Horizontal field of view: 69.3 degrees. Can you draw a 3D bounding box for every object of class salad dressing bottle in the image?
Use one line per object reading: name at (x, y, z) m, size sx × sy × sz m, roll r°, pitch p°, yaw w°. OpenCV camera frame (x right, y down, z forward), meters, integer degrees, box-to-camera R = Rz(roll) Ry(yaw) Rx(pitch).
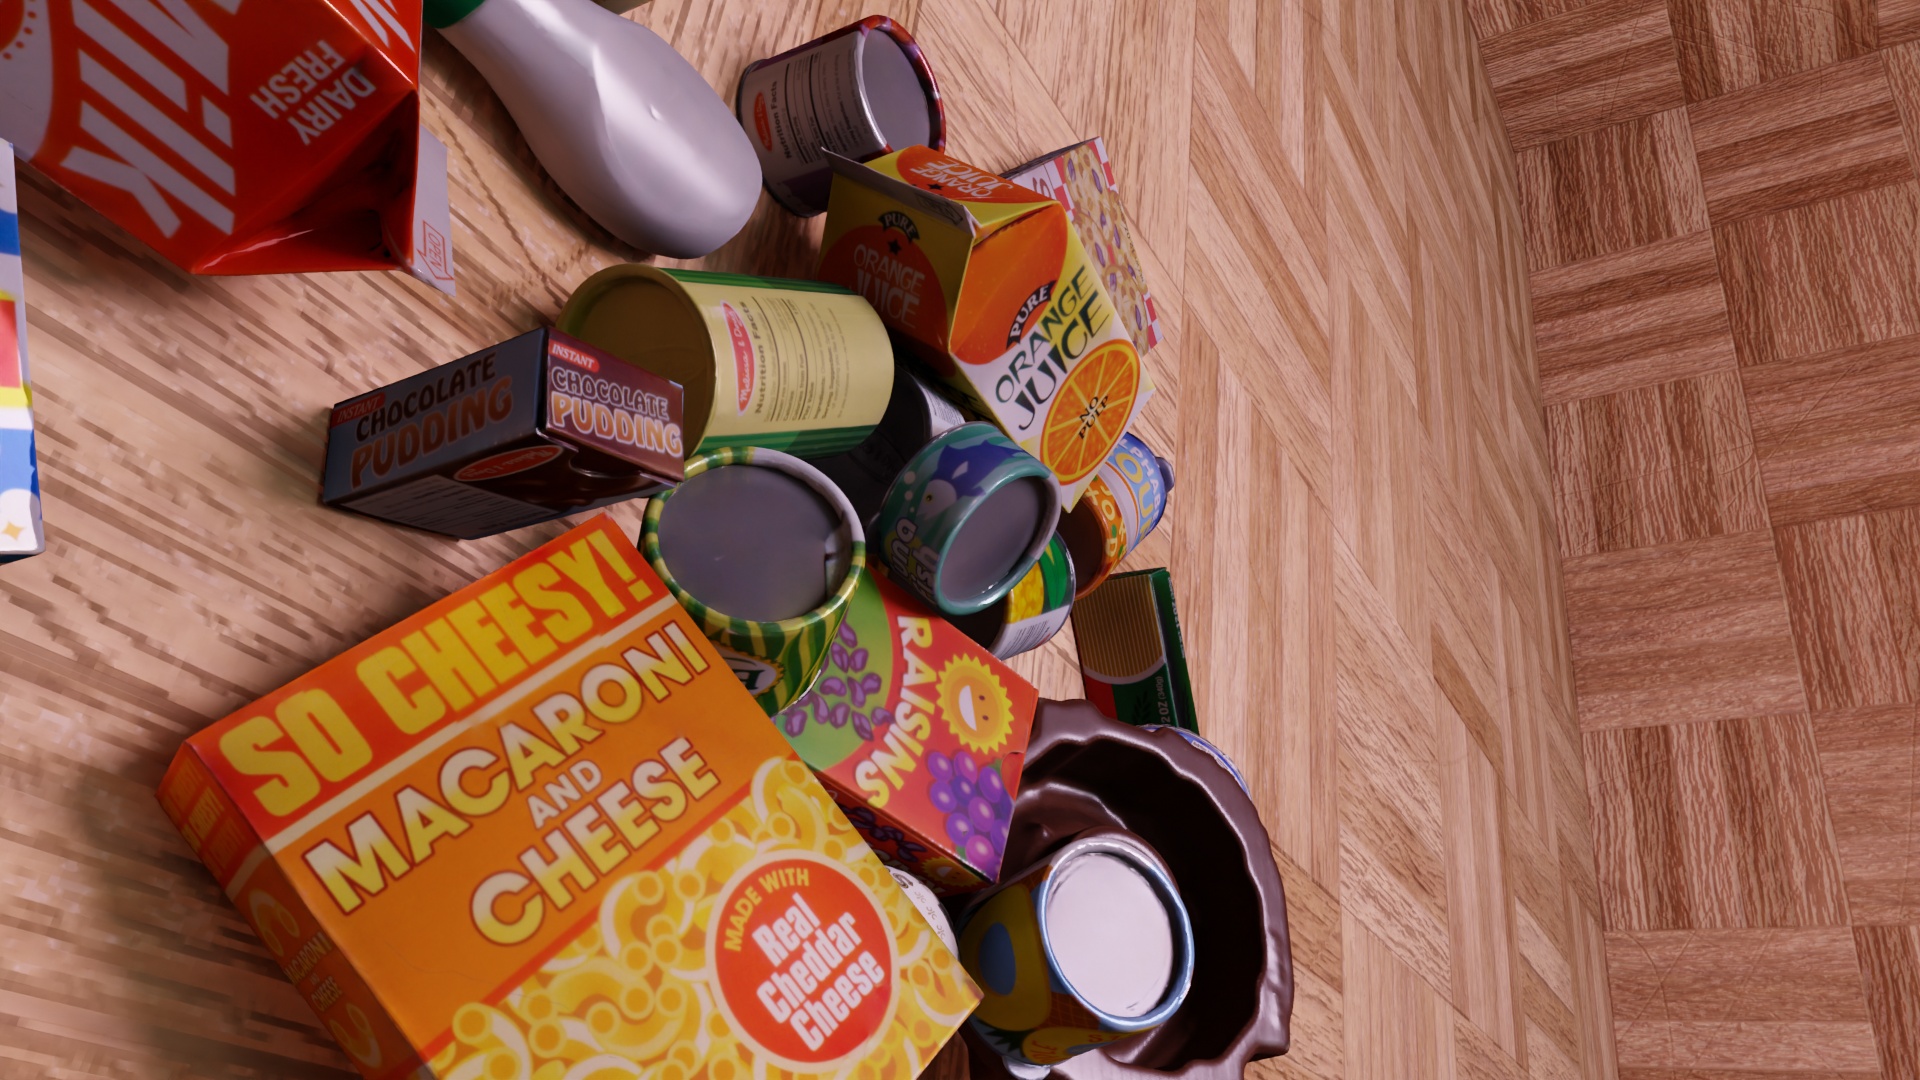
salad dressing bottle at (-0.125, -0.149, 0.436) m, size 0.147 × 0.044 × 0.064 m, roll 41°, pitch 53°, yaw -46°

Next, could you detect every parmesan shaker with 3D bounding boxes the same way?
parmesan shaker at (-0.076, -0.053, 0.465) m, size 0.103 × 0.071 × 0.071 m, roll -13°, pitch 92°, yaw -61°

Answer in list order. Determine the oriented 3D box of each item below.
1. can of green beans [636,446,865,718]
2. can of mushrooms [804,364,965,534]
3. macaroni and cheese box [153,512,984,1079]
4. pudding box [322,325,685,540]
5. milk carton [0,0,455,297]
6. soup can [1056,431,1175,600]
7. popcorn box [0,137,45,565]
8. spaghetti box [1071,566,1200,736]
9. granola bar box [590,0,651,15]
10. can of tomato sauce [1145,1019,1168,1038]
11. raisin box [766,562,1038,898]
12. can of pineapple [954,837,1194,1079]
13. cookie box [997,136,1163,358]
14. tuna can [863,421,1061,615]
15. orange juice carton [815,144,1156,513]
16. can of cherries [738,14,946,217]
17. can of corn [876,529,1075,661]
can of green beans at (-0.067, 0.014, 0.420) m, size 0.071 × 0.057 × 0.071 m, roll 10°, pitch 54°, yaw -14°
can of mushrooms at (-0.033, -0.031, 0.535) m, size 0.033 × 0.071 × 0.071 m, roll 21°, pitch 62°, yaw -57°
macaroni and cheese box at (-0.088, 0.090, 0.342) m, size 0.166 × 0.040 × 0.124 m, roll 52°, pitch 43°, yaw 2°
pudding box at (-0.118, -0.025, 0.362) m, size 0.049 × 0.083 × 0.030 m, roll 23°, pitch 60°, yaw -55°
milk carton at (-0.178, -0.127, 0.285) m, size 0.190 × 0.073 × 0.072 m, roll 43°, pitch 20°, yaw -46°
soup can at (0.059, -0.015, 0.679) m, size 0.084 × 0.071 × 0.071 m, roll -38°, pitch 114°, yaw -57°
popcorn box at (-0.226, -0.035, 0.225) m, size 0.127 × 0.038 × 0.085 m, roll 1°, pitch 79°, yaw -60°
spaghetti box at (0.105, 0.140, 0.727) m, size 0.029 × 0.050 × 0.250 m, roll -9°, pitch 88°, yaw -59°
granola bar box at (-0.110, -0.253, 0.415) m, size 0.165 × 0.124 × 0.039 m, roll 63°, pitch 35°, yaw -27°
can of tomato sauce at (0.075, 0.195, 0.638) m, size 0.071 × 0.071 × 0.083 m, roll 56°, pitch 37°, yaw -35°
raisin box at (-0.032, 0.061, 0.493) m, size 0.123 × 0.040 × 0.086 m, roll 38°, pitch 46°, yaw -27°
can of pineapple at (0.039, 0.145, 0.482) m, size 0.071 × 0.057 × 0.071 m, roll 18°, pitch 53°, yaw -25°
cookie box at (0.051, -0.139, 0.738) m, size 0.168 × 0.040 × 0.122 m, roll -43°, pitch 118°, yaw -56°
tuna can at (0.002, -0.006, 0.506) m, size 0.071 × 0.033 × 0.070 m, roll -33°, pitch 145°, yaw -27°
orange juice carton at (0.009, -0.090, 0.560) m, size 0.073 × 0.072 × 0.192 m, roll -55°, pitch 150°, yaw -6°
can of cherries at (-0.045, -0.172, 0.564) m, size 0.071 × 0.058 × 0.071 m, roll 27°, pitch 58°, yaw -54°
can of corn at (0.005, 0.018, 0.581) m, size 0.058 × 0.071 × 0.071 m, roll -12°, pitch 91°, yaw -60°
